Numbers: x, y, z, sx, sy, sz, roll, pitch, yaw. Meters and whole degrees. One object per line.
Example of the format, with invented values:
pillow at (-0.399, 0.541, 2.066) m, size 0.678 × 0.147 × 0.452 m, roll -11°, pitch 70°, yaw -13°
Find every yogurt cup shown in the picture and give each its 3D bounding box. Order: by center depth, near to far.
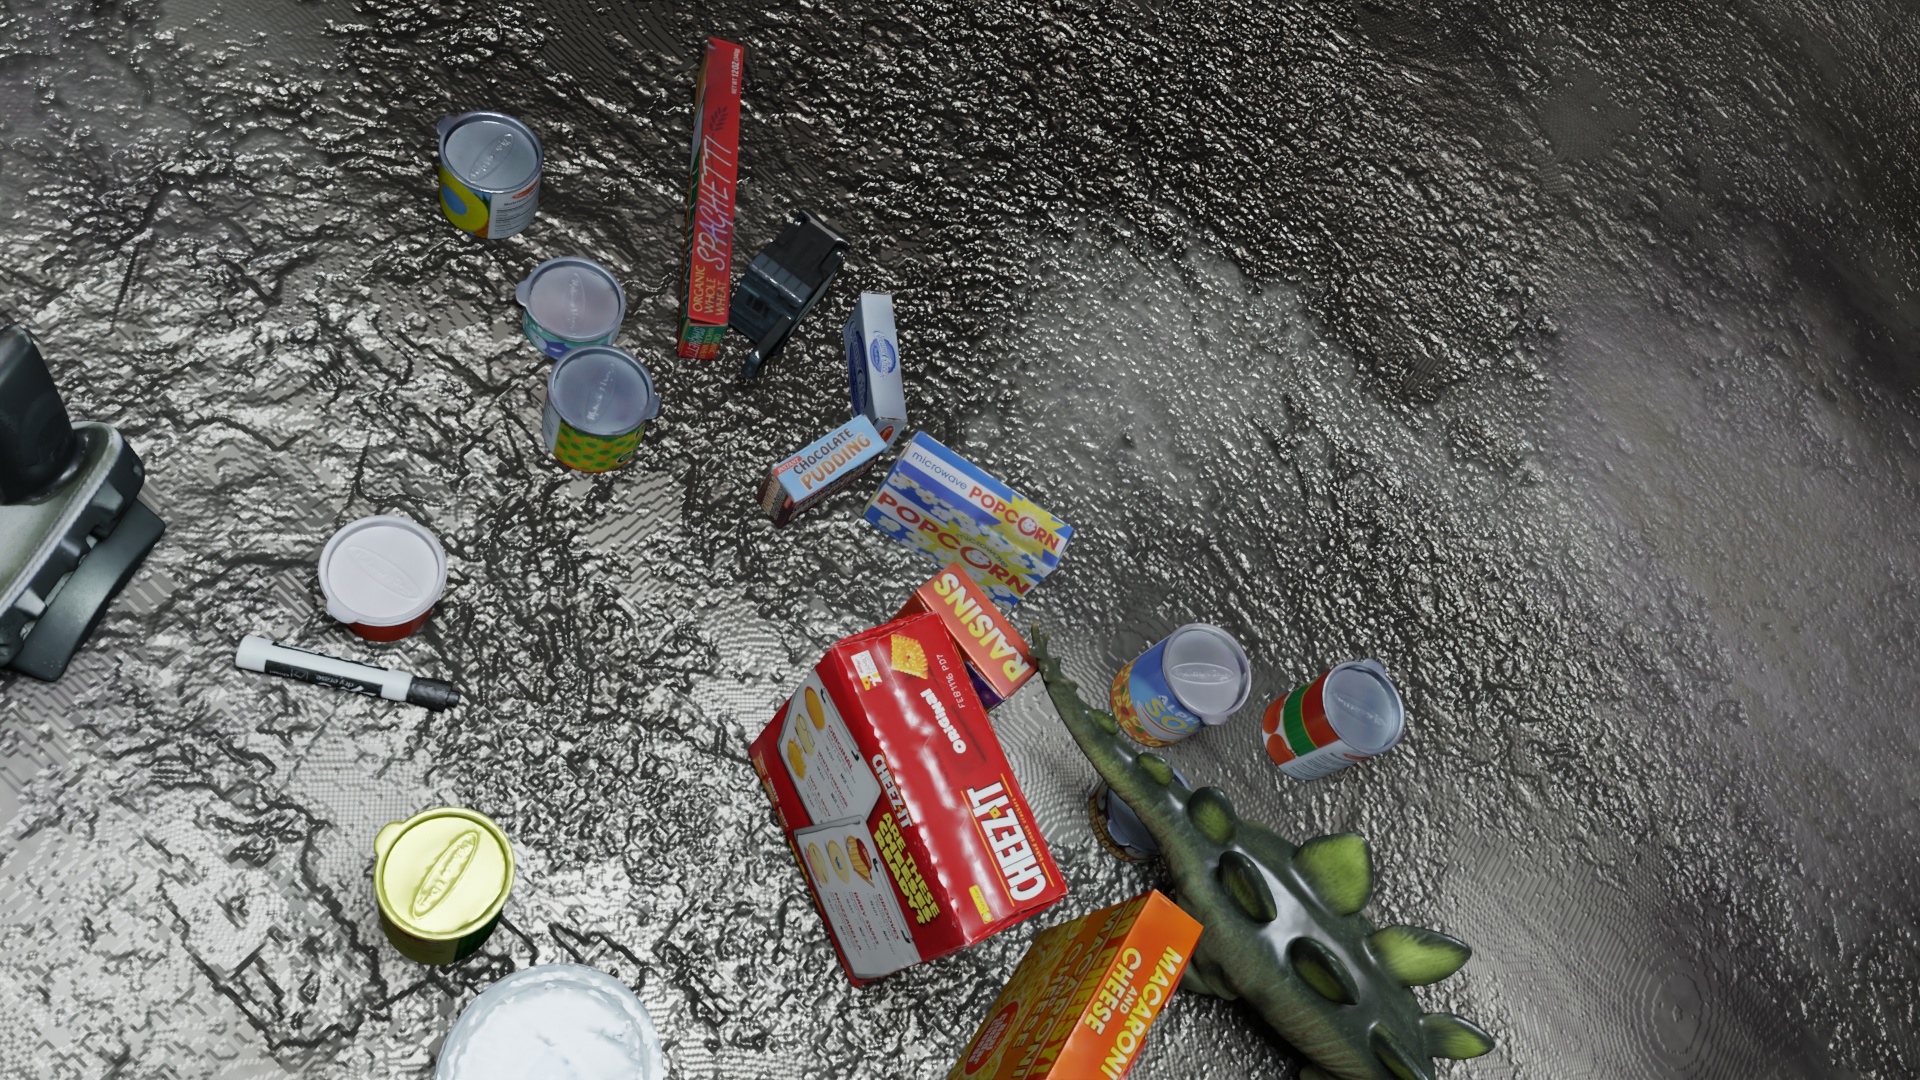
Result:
yogurt cup at (-0.337, 0.026, 0.813) m, size 0.072 × 0.053 × 0.072 m, roll 8°, pitch 64°, yaw -18°

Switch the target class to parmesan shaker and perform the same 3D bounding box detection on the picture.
parmesan shaker at (-0.276, 0.183, 0.737) m, size 0.071 × 0.102 × 0.071 m, roll 8°, pitch 65°, yaw -18°

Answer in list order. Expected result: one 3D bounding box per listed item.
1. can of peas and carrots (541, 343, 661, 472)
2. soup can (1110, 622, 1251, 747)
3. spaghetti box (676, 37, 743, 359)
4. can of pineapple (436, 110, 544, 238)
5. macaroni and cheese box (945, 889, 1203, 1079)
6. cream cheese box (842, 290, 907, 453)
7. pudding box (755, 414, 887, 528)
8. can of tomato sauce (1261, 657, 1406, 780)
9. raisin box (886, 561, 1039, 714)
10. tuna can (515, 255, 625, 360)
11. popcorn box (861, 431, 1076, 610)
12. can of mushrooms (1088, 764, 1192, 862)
can of peas and carrots at (-0.233, -0.084, 0.901) m, size 0.071 × 0.058 × 0.071 m, roll 8°, pitch 64°, yaw -18°
soup can at (0.150, 0.103, 0.953) m, size 0.071 × 0.083 × 0.071 m, roll 8°, pitch 65°, yaw -18°
spaghetti box at (-0.180, -0.248, 1.001) m, size 0.029 × 0.050 × 0.251 m, roll 7°, pitch 65°, yaw -19°
can of pineapple at (-0.320, -0.248, 0.942) m, size 0.071 × 0.057 × 0.071 m, roll 8°, pitch 64°, yaw -18°
macaroni and cheese box at (0.061, 0.272, 0.793) m, size 0.040 × 0.165 × 0.124 m, roll 39°, pitch 59°, yaw -1°
cream cheese box at (-0.062, -0.119, 0.988) m, size 0.024 × 0.053 × 0.104 m, roll 1°, pitch 67°, yaw -21°
pudding box at (-0.095, -0.048, 0.944) m, size 0.084 × 0.049 × 0.030 m, roll -34°, pitch 83°, yaw -30°
can of tomato sauce at (0.263, 0.127, 0.987) m, size 0.071 × 0.082 × 0.071 m, roll 8°, pitch 65°, yaw -18°
raisin box at (-0.009, 0.075, 0.880) m, size 0.040 × 0.123 × 0.086 m, roll -36°, pitch 84°, yaw -30°
tuna can at (-0.264, -0.156, 0.936) m, size 0.071 × 0.032 × 0.071 m, roll 8°, pitch 64°, yaw -18°
popcorn box at (0.003, -0.012, 0.946) m, size 0.127 × 0.085 × 0.038 m, roll 33°, pitch 60°, yaw -5°
can of mushrooms at (0.120, 0.183, 0.934) m, size 0.071 × 0.033 × 0.071 m, roll 8°, pitch 64°, yaw -18°
